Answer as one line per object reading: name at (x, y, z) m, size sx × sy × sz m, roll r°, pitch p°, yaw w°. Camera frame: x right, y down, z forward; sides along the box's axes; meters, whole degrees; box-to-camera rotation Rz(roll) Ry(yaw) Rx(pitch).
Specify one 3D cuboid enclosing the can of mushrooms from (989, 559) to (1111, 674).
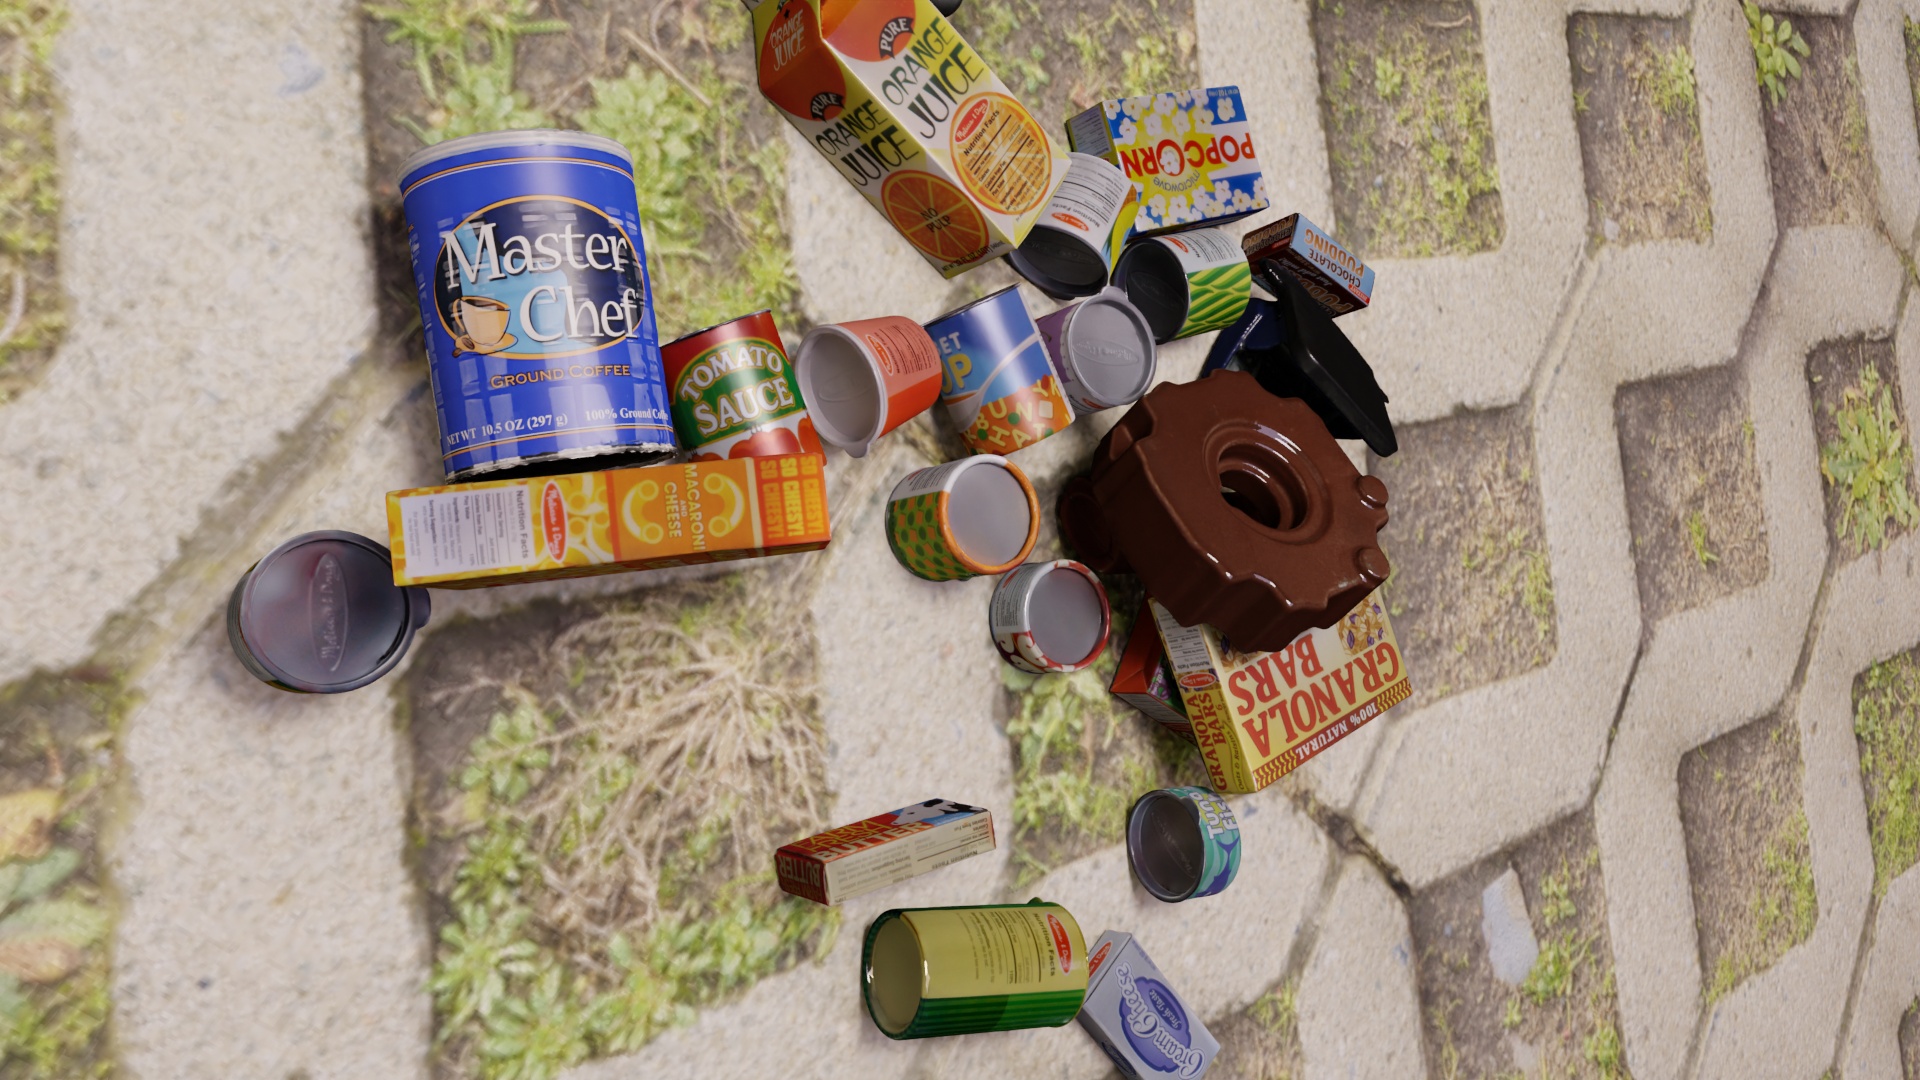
can of mushrooms at (0.055, 0.045, 0.810) m, size 0.071 × 0.033 × 0.071 m, roll 5°, pitch 81°, yaw -33°

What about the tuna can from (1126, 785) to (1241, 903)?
tuna can at (0.134, 0.178, 0.824) m, size 0.033 × 0.071 × 0.071 m, roll 1°, pitch 84°, yaw -35°

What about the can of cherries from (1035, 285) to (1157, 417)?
can of cherries at (0.074, -0.110, 0.827) m, size 0.071 × 0.058 × 0.071 m, roll 4°, pitch 82°, yaw -32°

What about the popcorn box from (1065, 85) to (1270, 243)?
popcorn box at (0.136, -0.243, 0.897) m, size 0.127 × 0.038 × 0.085 m, roll -18°, pitch 95°, yaw -34°

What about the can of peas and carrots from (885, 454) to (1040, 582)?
can of peas and carrots at (0.003, -0.010, 0.767) m, size 0.071 × 0.058 × 0.071 m, roll 4°, pitch 82°, yaw -33°

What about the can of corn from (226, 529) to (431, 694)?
can of corn at (-0.266, 0.031, 0.583) m, size 0.071 × 0.058 × 0.071 m, roll 5°, pitch 82°, yaw -33°

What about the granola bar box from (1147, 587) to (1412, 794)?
granola bar box at (0.199, 0.067, 0.851) m, size 0.166 × 0.039 × 0.124 m, roll -20°, pitch 91°, yaw -38°

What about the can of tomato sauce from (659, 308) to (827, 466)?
can of tomato sauce at (-0.110, -0.065, 0.692) m, size 0.071 × 0.071 × 0.083 m, roll -25°, pitch 99°, yaw -33°

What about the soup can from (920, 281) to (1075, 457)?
soup can at (0.017, -0.093, 0.783) m, size 0.071 × 0.071 × 0.083 m, roll -30°, pitch 101°, yaw -33°

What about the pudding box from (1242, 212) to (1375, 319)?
pudding box at (0.236, -0.185, 0.950) m, size 0.083 × 0.049 × 0.030 m, roll 28°, pitch 68°, yaw -29°

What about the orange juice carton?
orange juice carton at (-0.036, -0.242, 0.762) m, size 0.192 × 0.071 × 0.073 m, roll 42°, pitch 63°, yaw -22°

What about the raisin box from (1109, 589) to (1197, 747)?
raisin box at (0.162, 0.084, 0.873) m, size 0.123 × 0.040 × 0.086 m, roll 34°, pitch 66°, yaw -27°

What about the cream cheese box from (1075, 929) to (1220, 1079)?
cream cheese box at (0.108, 0.285, 0.820) m, size 0.053 × 0.024 × 0.103 m, roll -46°, pitch 109°, yaw -28°

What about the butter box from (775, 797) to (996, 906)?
butter box at (-0.038, 0.160, 0.722) m, size 0.104 × 0.053 × 0.024 m, roll -11°, pitch 93°, yaw -33°

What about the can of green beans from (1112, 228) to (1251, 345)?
can of green beans at (0.139, -0.160, 0.872) m, size 0.058 × 0.071 × 0.071 m, roll -17°, pitch 94°, yaw -34°

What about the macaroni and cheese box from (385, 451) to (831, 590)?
macaroni and cheese box at (-0.142, -0.007, 0.595) m, size 0.167 × 0.123 × 0.040 m, roll -7°, pitch 88°, yaw -8°

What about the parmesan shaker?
parmesan shaker at (0.007, 0.225, 0.738) m, size 0.103 × 0.071 × 0.071 m, roll 8°, pitch 80°, yaw -32°

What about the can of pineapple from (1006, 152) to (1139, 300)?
can of pineapple at (0.067, -0.187, 0.829) m, size 0.071 × 0.071 × 0.058 m, roll 35°, pitch 66°, yaw -26°

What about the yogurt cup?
yogurt cup at (-0.047, -0.088, 0.742) m, size 0.054 × 0.072 × 0.072 m, roll -26°, pitch 99°, yaw -41°

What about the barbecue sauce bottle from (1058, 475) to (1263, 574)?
barbecue sauce bottle at (0.134, -0.011, 0.857) m, size 0.149 × 0.043 × 0.065 m, roll -2°, pitch 46°, yaw -37°
